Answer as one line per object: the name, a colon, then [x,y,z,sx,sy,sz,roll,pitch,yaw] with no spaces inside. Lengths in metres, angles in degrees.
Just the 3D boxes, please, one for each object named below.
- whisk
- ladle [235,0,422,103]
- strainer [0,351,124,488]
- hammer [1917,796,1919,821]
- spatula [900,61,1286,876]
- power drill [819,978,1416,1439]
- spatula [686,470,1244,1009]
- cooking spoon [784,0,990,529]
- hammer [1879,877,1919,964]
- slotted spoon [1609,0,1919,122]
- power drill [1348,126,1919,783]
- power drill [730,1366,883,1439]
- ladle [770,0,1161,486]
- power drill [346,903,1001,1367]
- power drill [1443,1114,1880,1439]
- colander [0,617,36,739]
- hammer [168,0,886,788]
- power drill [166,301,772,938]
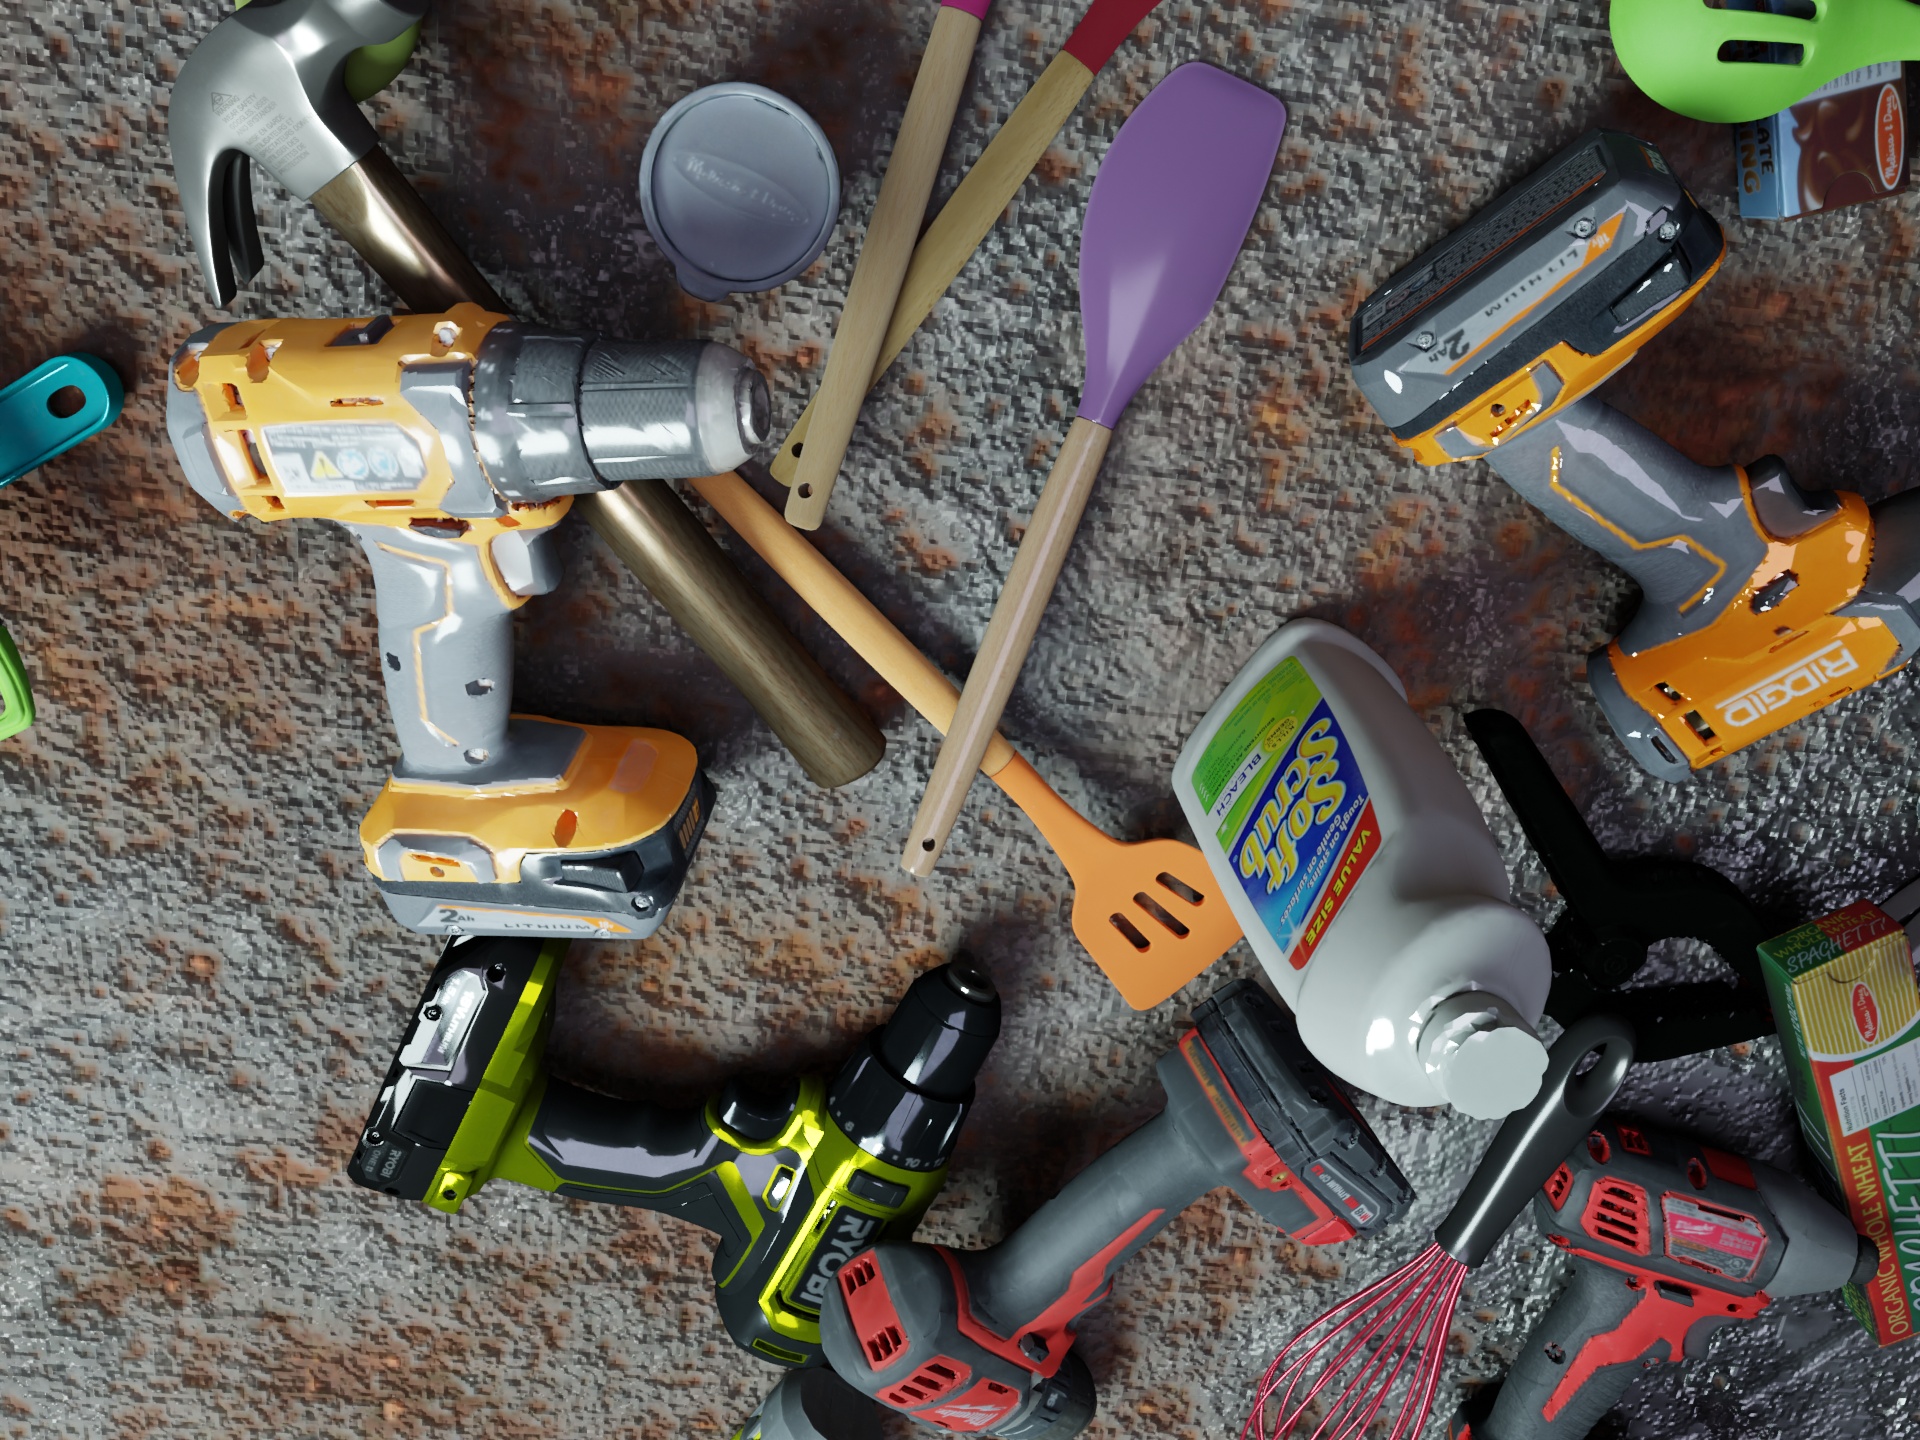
whisk: [0.209,0.247,0.702,0.073,0.073,0.295,24,109,-11]
ladle: [-0.306,-0.313,0.493,0.320,0.062,0.078,37,122,-11]
strainer: [-0.452,-0.033,0.557,0.340,0.095,0.211,-28,108,7]
hammer: [0.403,-0.129,0.574,0.149,0.036,0.408,-26,119,3]
spatula: [0.038,-0.088,0.593,0.059,0.018,0.316,20,98,-9]
power drill: [0.072,0.227,0.671,0.226,0.080,0.187,-36,136,6]
spatula: [-0.001,-0.002,0.636,0.081,0.041,0.322,-43,102,11]
cooking spoon: [-0.008,-0.219,0.551,0.069,0.017,0.319,20,102,5]
hammer: [0.502,0.200,0.729,0.146,0.035,0.334,-18,109,2]
slotted spoon: [0.370,-0.236,0.551,0.313,0.031,0.070,-1,106,-15]
power drill: [0.265,-0.094,0.569,0.164,0.084,0.226,-35,110,31]
power drill: [-0.039,0.426,0.752,0.223,0.080,0.171,36,102,-10]
ladle: [0.027,-0.210,0.563,0.069,0.031,0.315,38,105,-2]
power drill: [-0.110,0.153,0.653,0.228,0.080,0.190,24,107,-14]
power drill: [0.310,0.292,0.719,0.143,0.078,0.219,15,104,4]
colander: [-0.403,-0.167,0.476,0.204,0.094,0.397,-26,100,-8]
hammer: [-0.135,-0.095,0.559,0.130,0.031,0.331,-21,123,30]
power drill: [-0.143,-0.031,0.543,0.185,0.084,0.226,0,125,10]
